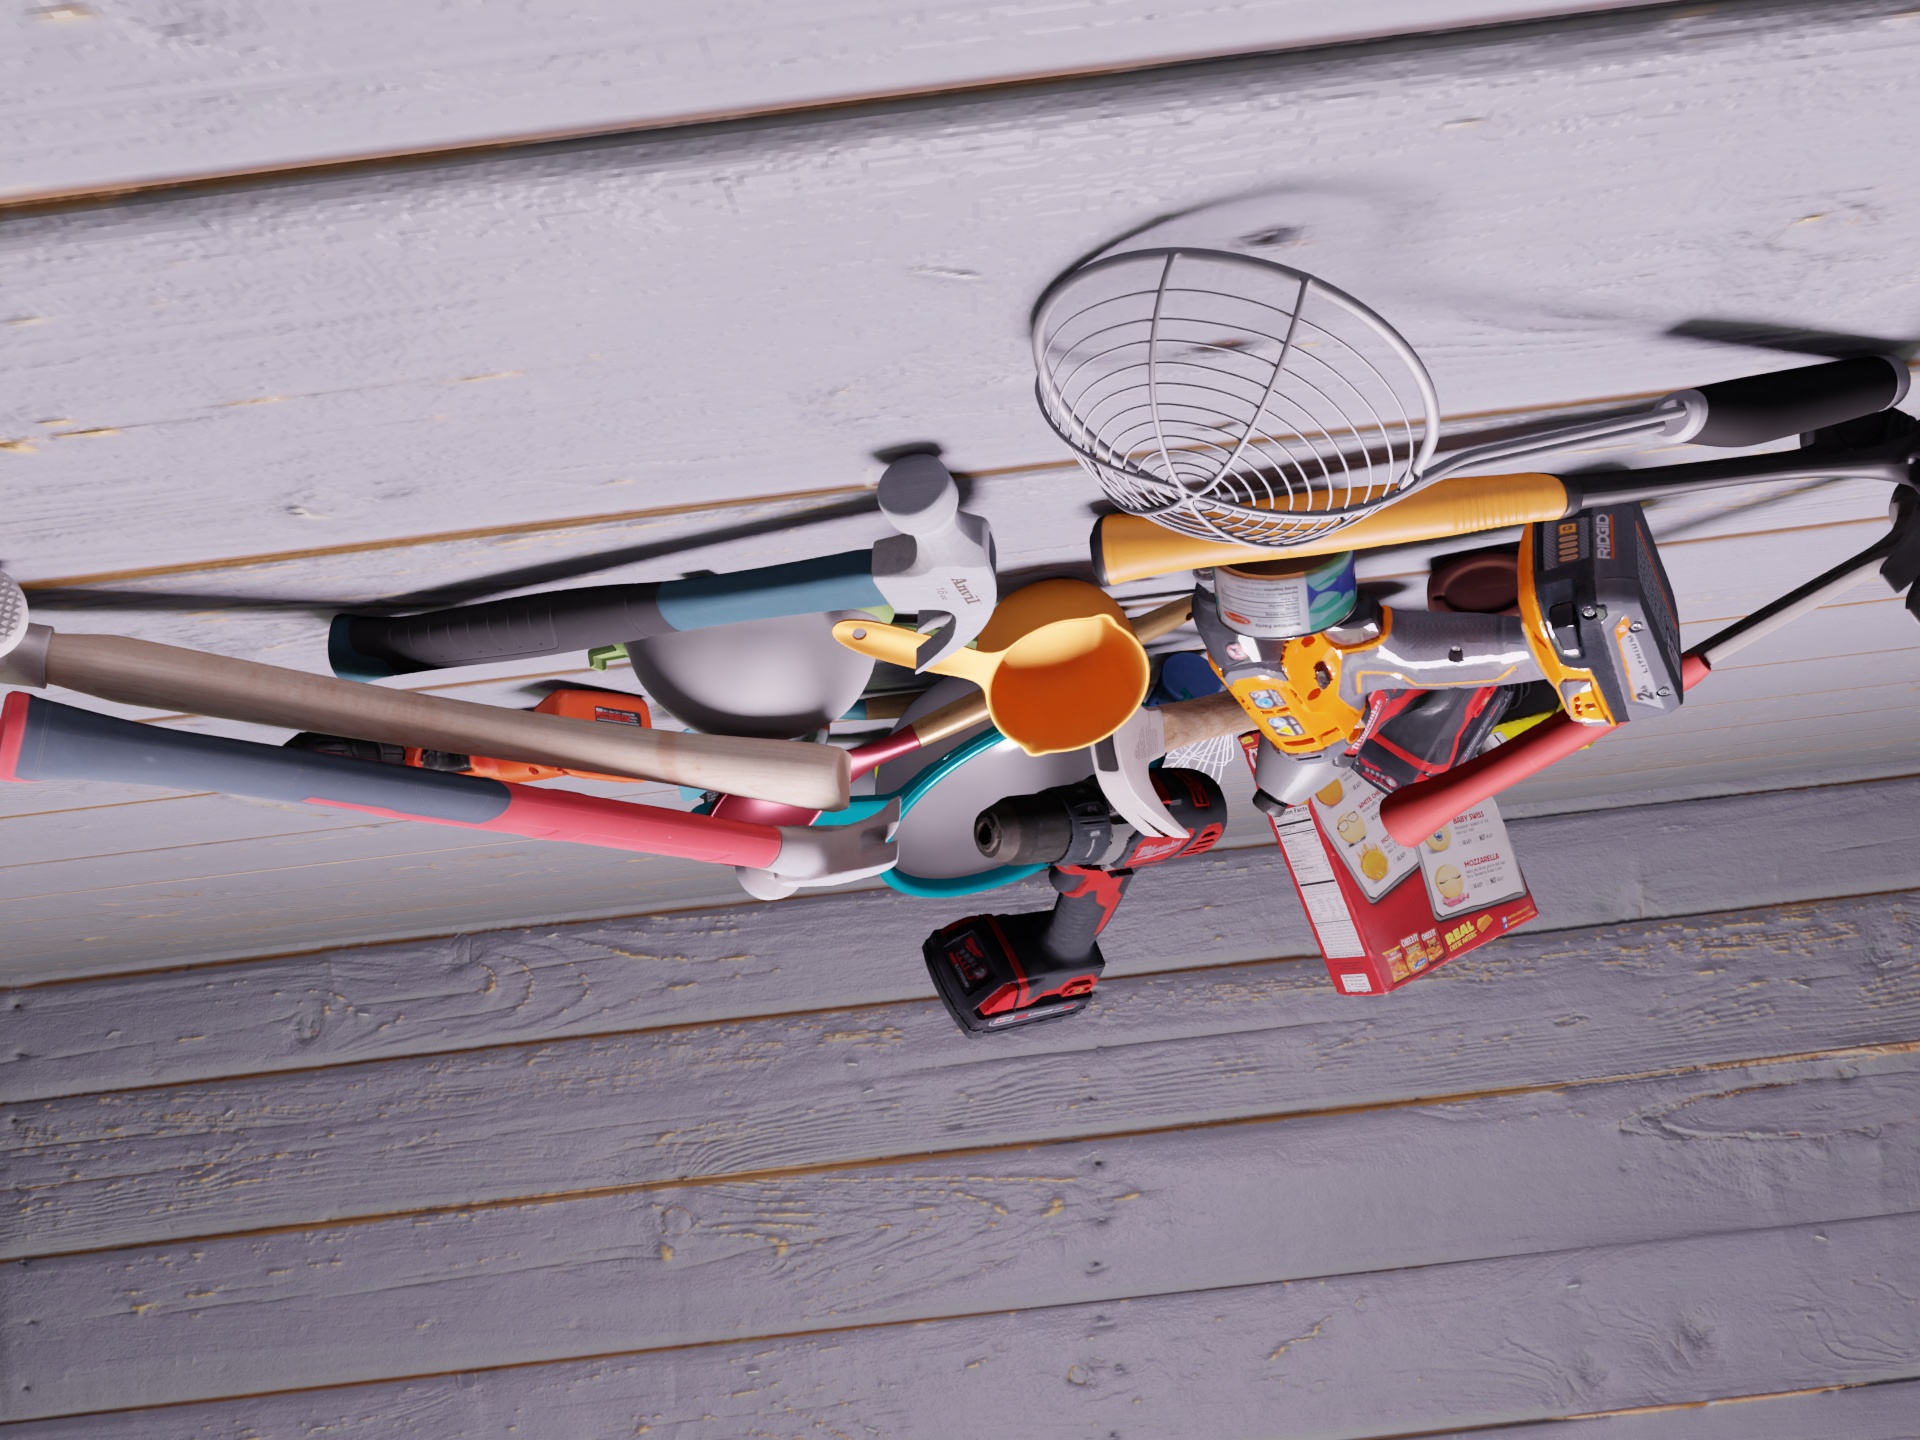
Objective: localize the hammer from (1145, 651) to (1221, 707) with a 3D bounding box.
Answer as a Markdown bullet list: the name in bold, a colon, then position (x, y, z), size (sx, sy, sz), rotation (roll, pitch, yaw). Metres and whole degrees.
- **hammer**: position (0.138, 0.024, 1.269), size (0.144, 0.035, 0.405), rotation (34, 164, 6)

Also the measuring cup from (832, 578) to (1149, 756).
- **measuring cup**: position (0.013, -0.041, 0.830), size (0.173, 0.052, 0.095), rotation (13, 124, -20)

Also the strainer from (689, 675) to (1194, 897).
- **strainer**: position (-0.027, 0.025, 1.020), size (0.340, 0.095, 0.211), rotation (-3, 143, -35)

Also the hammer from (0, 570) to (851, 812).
- **hammer**: position (-0.248, 0.003, 0.753), size (0.410, 0.038, 0.146), rotation (11, 163, -26)

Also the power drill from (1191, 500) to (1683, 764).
- **power drill**: position (0.235, -0.050, 0.817), size (0.226, 0.084, 0.164), rotation (-9, 145, 32)

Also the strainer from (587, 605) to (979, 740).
- **strainer**: position (-0.063, -0.023, 0.864), size (0.256, 0.069, 0.151), rotation (1, 168, -33)

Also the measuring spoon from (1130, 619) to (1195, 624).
- **measuring spoon**: position (0.156, -0.057, 0.968), size (0.124, 0.018, 0.034), rotation (-5, 171, -5)

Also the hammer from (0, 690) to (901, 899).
- **hammer**: position (-0.217, 0.035, 0.725), size (0.386, 0.038, 0.143), rotation (12, 162, -31)

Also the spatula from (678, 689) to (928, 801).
- **spatula**: position (-0.039, -0.001, 1.100), size (0.317, 0.044, 0.082), rotation (-6, 144, -11)

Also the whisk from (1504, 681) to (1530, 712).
- **whisk**: position (0.394, -0.047, 1.123), size (0.055, 0.055, 0.238), rotation (-7, 166, 4)

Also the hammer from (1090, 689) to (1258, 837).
- **hammer**: position (0.191, -0.007, 1.045), size (0.031, 0.130, 0.331), rotation (1, -172, 42)

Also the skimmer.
- **skimmer**: position (0.197, -0.125, 0.550), size (0.363, 0.090, 0.127), rotation (-13, 172, -26)

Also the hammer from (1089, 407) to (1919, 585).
- **hammer**: position (0.220, -0.089, 0.670), size (0.337, 0.034, 0.127), rotation (-6, -164, 16)

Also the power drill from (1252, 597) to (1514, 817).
- **power drill**: position (0.267, 0.000, 1.030), size (0.079, 0.143, 0.219), rotation (37, -163, 32)

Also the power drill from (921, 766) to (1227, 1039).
- **power drill**: position (0.056, 0.118, 1.065), size (0.187, 0.080, 0.226), rotation (-3, 140, -37)

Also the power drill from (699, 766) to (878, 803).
- **power drill**: position (-0.069, 0.040, 1.239), size (0.228, 0.080, 0.190), rotation (-2, 170, -40)

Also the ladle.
- **ladle**: position (-0.001, -0.003, 0.893), size (0.315, 0.031, 0.069), rotation (-25, 139, -4)

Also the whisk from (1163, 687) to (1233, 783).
- **whisk**: position (0.204, 0.001, 1.251), size (0.070, 0.070, 0.284), rotation (-6, 166, -5)

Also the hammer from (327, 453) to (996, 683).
- **hammer**: position (-0.141, -0.050, 0.708), size (0.331, 0.033, 0.128), rotation (-6, 155, 18)

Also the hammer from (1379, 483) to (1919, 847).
- **hammer**: position (0.371, -0.010, 0.882), size (0.149, 0.037, 0.359), rotation (-38, 179, -45)
